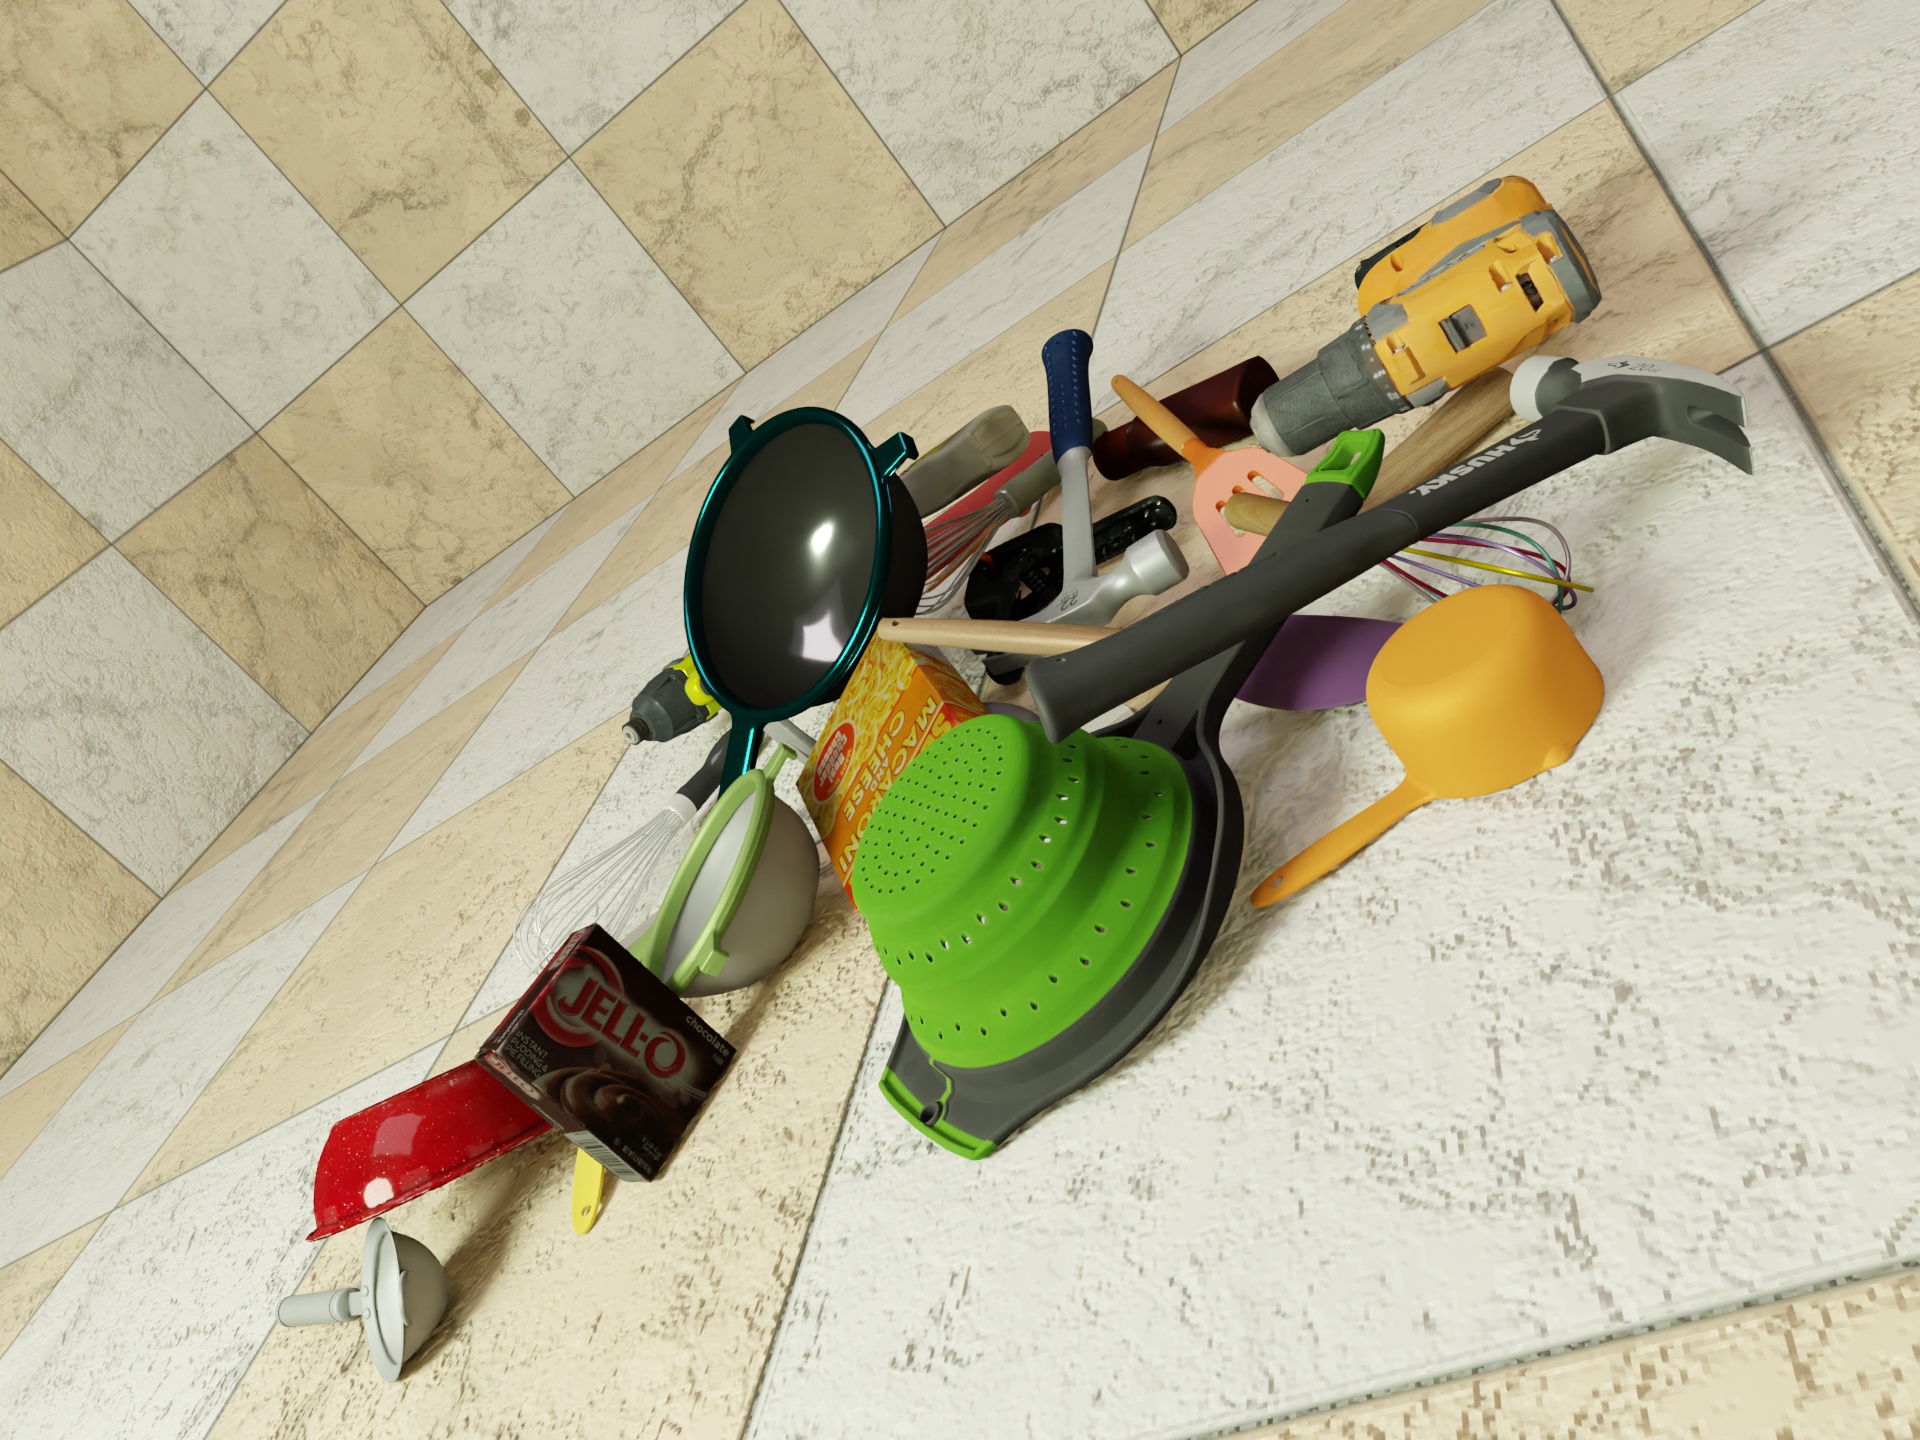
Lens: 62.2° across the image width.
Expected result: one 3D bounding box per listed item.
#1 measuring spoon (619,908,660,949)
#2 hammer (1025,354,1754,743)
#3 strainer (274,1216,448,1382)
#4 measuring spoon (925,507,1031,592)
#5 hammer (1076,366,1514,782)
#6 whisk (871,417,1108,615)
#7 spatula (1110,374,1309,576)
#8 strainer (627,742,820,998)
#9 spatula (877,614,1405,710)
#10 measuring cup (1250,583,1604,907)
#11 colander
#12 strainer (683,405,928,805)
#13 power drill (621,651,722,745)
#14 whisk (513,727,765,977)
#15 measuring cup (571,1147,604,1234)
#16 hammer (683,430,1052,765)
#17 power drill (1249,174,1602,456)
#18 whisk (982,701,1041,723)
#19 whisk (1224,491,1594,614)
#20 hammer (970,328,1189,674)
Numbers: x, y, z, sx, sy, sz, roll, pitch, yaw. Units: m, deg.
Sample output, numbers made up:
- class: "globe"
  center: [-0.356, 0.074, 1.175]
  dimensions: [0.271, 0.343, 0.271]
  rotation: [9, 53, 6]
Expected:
- class: "measuring spoon"
  center: [-0.227, 0.160, 1.106]
  dimensions: [0.124, 0.018, 0.034]
  rotation: [-40, 20, -20]
- class: "hammer"
  center: [0.175, -0.075, 0.678]
  dimensions: [0.335, 0.035, 0.146]
  rotation: [-27, 24, -13]
- class: "strainer"
  center: [-0.349, 0.335, 0.919]
  dimensions: [0.258, 0.050, 0.087]
  rotation: [-25, 69, 45]
- class: "measuring spoon"
  center: [0.015, -0.130, 1.193]
  dimensions: [0.117, 0.011, 0.021]
  rotation: [-44, 14, -23]
- class: "hammer"
  center: [0.177, -0.080, 0.874]
  dimensions: [0.331, 0.031, 0.130]
  rotation: [-41, 22, -4]
- class: "whisk"
  center: [0.028, -0.155, 1.167]
  dimensions: [0.246, 0.059, 0.057]
  rotation: [-42, -12, -28]
- class: "spatula"
  center: [0.152, -0.180, 1.054]
  dimensions: [0.081, 0.041, 0.323]
  rotation: [-44, 25, 11]
- class: "strainer"
  center: [-0.151, 0.131, 0.982]
  dimensions: [0.256, 0.069, 0.152]
  rotation: [-42, 27, 51]
- class: "spatula"
  center: [0.081, -0.039, 0.841]
  dimensions: [0.316, 0.018, 0.060]
  rotation: [7, 57, 36]
- class: "measuring cup"
  center: [0.179, 0.009, 0.661]
  dimensions: [0.173, 0.052, 0.095]
  rotation: [-37, 21, 2]
- class: "colander"
  center: [0.065, -0.001, 0.728]
  dimensions: [0.397, 0.094, 0.205]
  rotation: [-55, 26, -11]
- class: "strainer"
  center: [-0.104, -0.036, 1.079]
  dimensions: [0.211, 0.095, 0.340]
  rotation: [16, 95, 46]
- class: "power drill"
  center: [-0.172, -0.048, 1.307]
  dimensions: [0.223, 0.080, 0.171]
  rotation: [-20, 17, 47]
- class: "whisk"
  center: [-0.231, 0.089, 1.196]
  dimensions: [0.070, 0.070, 0.285]
  rotation: [-16, 27, 46]
- class: "measuring cup"
  center: [-0.199, 0.230, 0.911]
  dimensions: [0.062, 0.029, 0.157]
  rotation: [-31, 34, 20]
- class: "hammer"
  center: [-0.030, -0.114, 1.219]
  dimensions: [0.359, 0.149, 0.036]
  rotation: [-39, -9, -27]
- class: "power drill"
  center: [0.261, -0.226, 0.901]
  dimensions: [0.185, 0.084, 0.226]
  rotation: [-28, 12, 28]
- class: "whisk"
  center: [-0.001, -0.004, 0.973]
  dimensions: [0.055, 0.055, 0.239]
  rotation: [-45, 18, -12]
- class: "whisk"
  center: [0.209, -0.084, 0.779]
  dimensions: [0.047, 0.051, 0.245]
  rotation: [-22, 24, -20]
- class: "hammer"
  center: [0.073, -0.172, 1.096]
  dimensions: [0.144, 0.035, 0.406]
  rotation: [-30, 29, 21]
